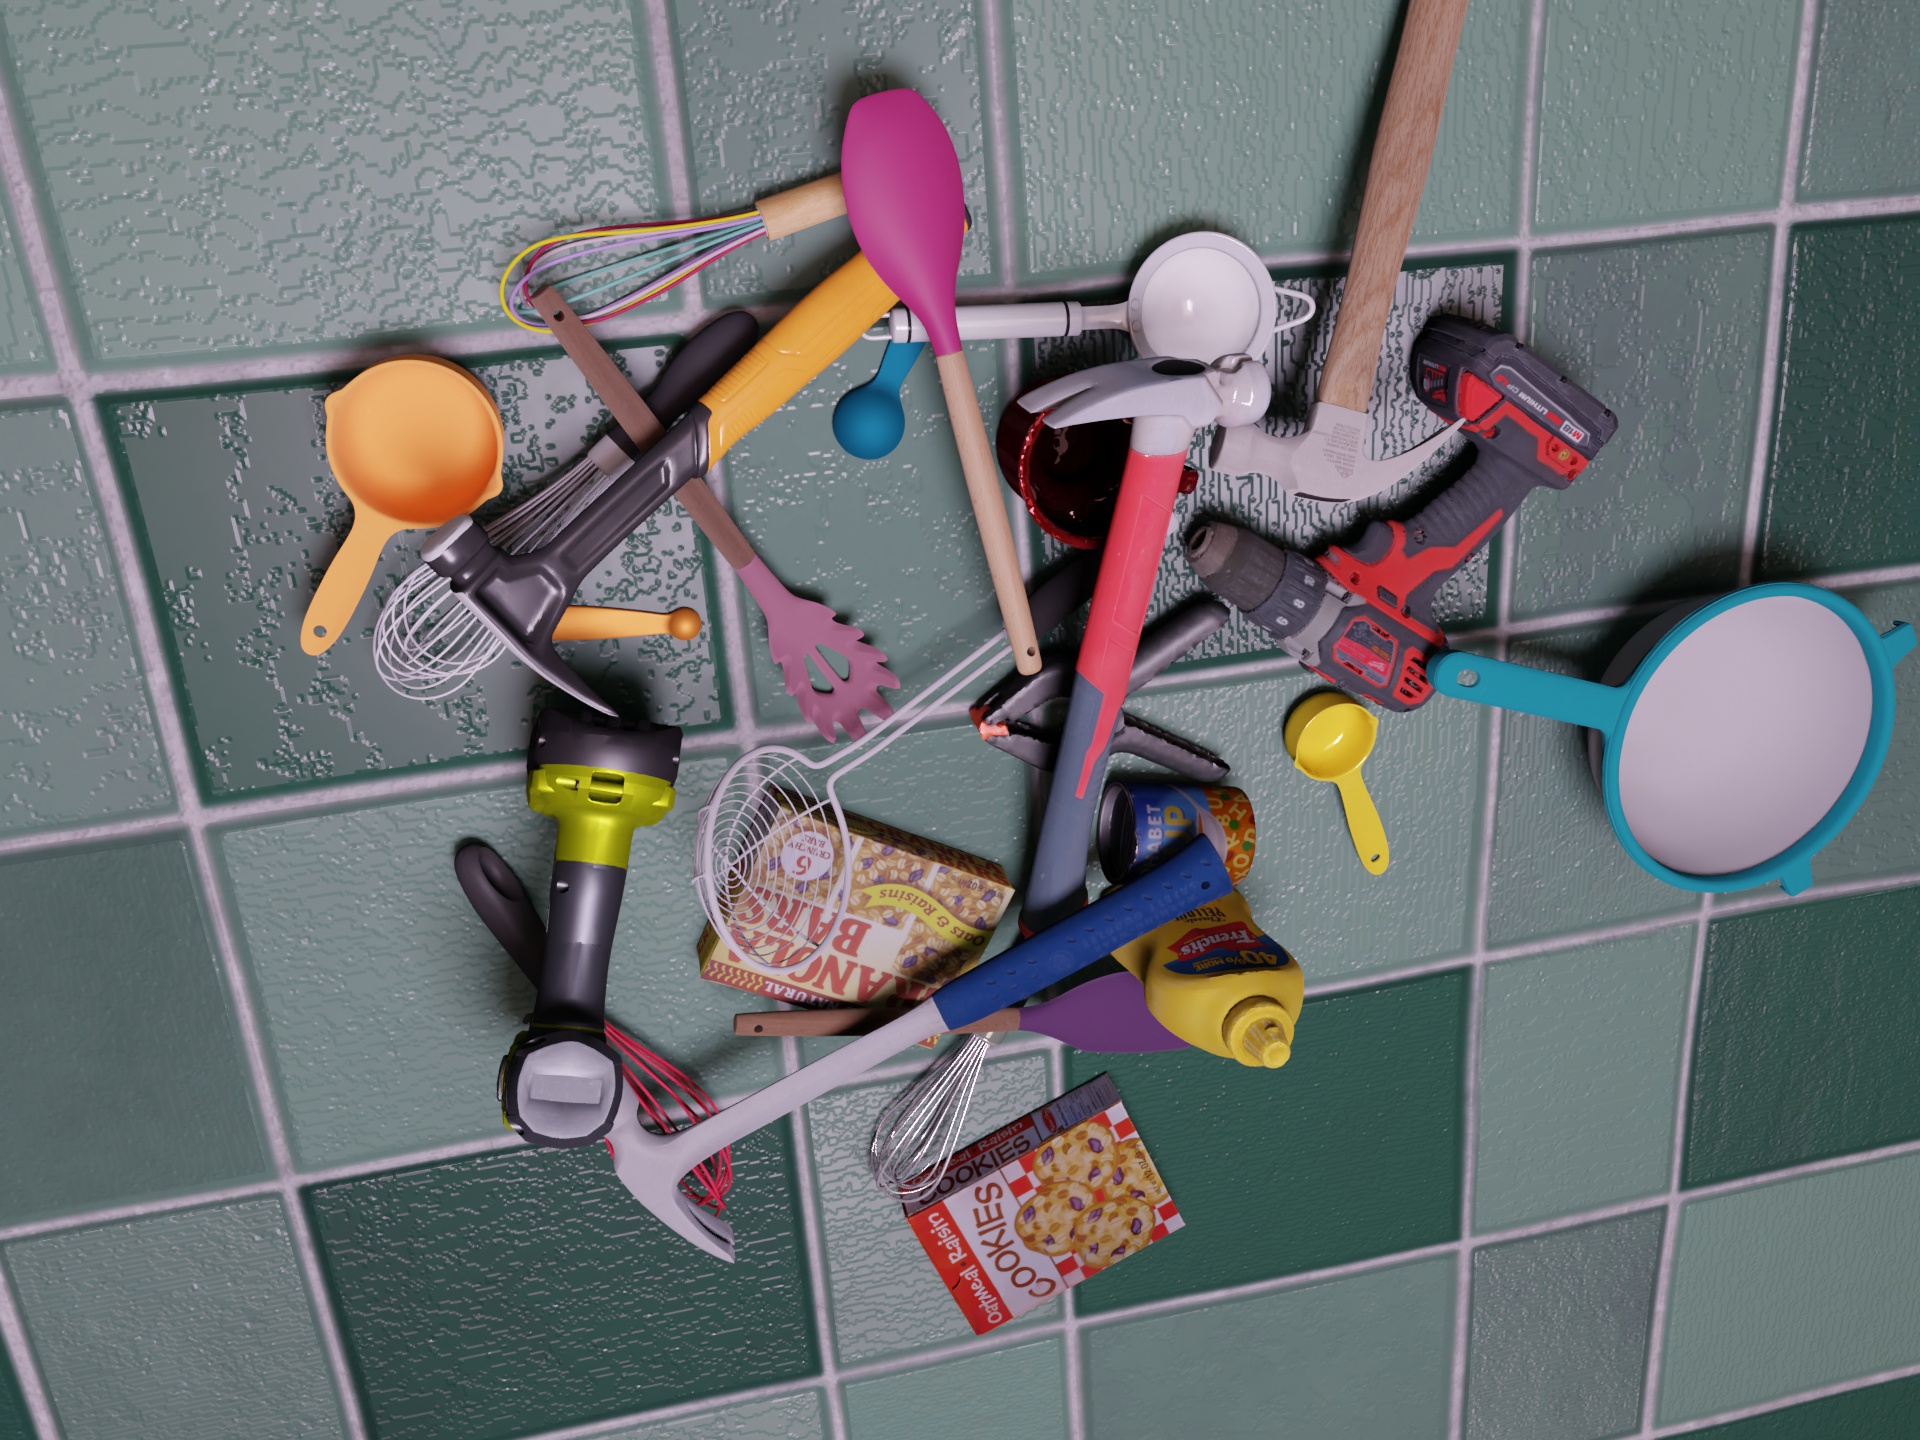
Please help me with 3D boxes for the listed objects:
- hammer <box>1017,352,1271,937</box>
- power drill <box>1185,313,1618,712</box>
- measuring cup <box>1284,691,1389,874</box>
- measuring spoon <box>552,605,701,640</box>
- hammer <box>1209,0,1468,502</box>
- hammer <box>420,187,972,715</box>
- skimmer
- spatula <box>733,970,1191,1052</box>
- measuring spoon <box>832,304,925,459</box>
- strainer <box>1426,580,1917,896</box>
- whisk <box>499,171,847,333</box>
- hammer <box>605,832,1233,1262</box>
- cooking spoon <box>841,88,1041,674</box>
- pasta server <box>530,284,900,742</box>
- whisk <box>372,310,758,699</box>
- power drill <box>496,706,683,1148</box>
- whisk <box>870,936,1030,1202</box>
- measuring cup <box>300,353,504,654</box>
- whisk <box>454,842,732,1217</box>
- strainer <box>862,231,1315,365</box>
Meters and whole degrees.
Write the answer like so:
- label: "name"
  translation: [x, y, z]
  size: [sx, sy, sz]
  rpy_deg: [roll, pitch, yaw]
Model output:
- label: "hammer"
  translation: [0.067, -0.019, 0.900]
  size: [0.143, 0.038, 0.386]
  rpy_deg: [-14, 132, -32]
- label: "power drill"
  translation: [0.262, -0.132, 0.968]
  size: [0.187, 0.080, 0.226]
  rpy_deg: [28, 104, -21]
- label: "measuring cup"
  translation: [0.257, 0.044, 1.062]
  size: [0.062, 0.029, 0.156]
  rpy_deg: [-29, 125, -1]
- label: "measuring spoon"
  translation: [-0.208, -0.055, 0.918]
  size: [0.117, 0.011, 0.021]
  rpy_deg: [0, 110, -13]
- label: "hammer"
  translation: [0.240, -0.283, 0.881]
  size: [0.130, 0.031, 0.331]
  rpy_deg: [14, 91, -5]
- label: "hammer"
  translation: [-0.114, -0.157, 0.832]
  size: [0.337, 0.034, 0.127]
  rpy_deg: [-46, 122, -10]
- label: "skimmer"
  translation: [-0.001, -0.003, 0.914]
  size: [0.363, 0.090, 0.127]
  rpy_deg: [-38, 124, -9]
- label: "spatula"
  translation: [0.012, 0.189, 1.015]
  size: [0.315, 0.018, 0.059]
  rpy_deg: [2, 105, -19]
- label: "measuring spoon"
  translation: [-0.032, -0.206, 0.898]
  size: [0.042, 0.021, 0.128]
  rpy_deg: [22, 103, -20]
- label: "strainer"
  translation: [0.438, -0.011, 1.041]
  size: [0.340, 0.095, 0.211]
  rpy_deg: [11, 105, -16]
- label: "whisk"
  translation: [-0.127, -0.261, 0.845]
  size: [0.245, 0.051, 0.047]
  rpy_deg: [-22, 108, -8]
- label: "hammer"
  translation: [-0.019, 0.186, 0.962]
  size: [0.405, 0.035, 0.144]
  rpy_deg: [-28, 111, -2]
- label: "cooking spoon"
  translation: [0.001, -0.173, 0.856]
  size: [0.069, 0.017, 0.318]
  rpy_deg: [-23, 111, -21]
- label: "pasta server"
  translation: [-0.131, -0.106, 0.874]
  size: [0.060, 0.040, 0.315]
  rpy_deg: [-40, 126, -7]
- label: "whisk"
  translation: [-0.213, -0.120, 0.871]
  size: [0.284, 0.070, 0.070]
  rpy_deg: [-44, 113, 0]
- label: "power drill"
  translation: [-0.212, 0.116, 0.878]
  size: [0.080, 0.171, 0.223]
  rpy_deg: [9, 77, -16]
- label: "whisk"
  translation: [0.011, 0.214, 1.055]
  size: [0.246, 0.059, 0.057]
  rpy_deg: [-59, 148, 7]
- label: "measuring cup"
  translation: [-0.308, -0.115, 0.852]
  size: [0.095, 0.052, 0.173]
  rpy_deg: [27, 104, -21]
- label: "whisk"
  translation: [-0.226, 0.197, 0.985]
  size: [0.073, 0.073, 0.295]
  rpy_deg: [-29, 109, -1]
- label: "strainer"
  translation: [0.070, -0.229, 0.898]
  size: [0.258, 0.050, 0.087]
  rpy_deg: [-5, 103, -10]
